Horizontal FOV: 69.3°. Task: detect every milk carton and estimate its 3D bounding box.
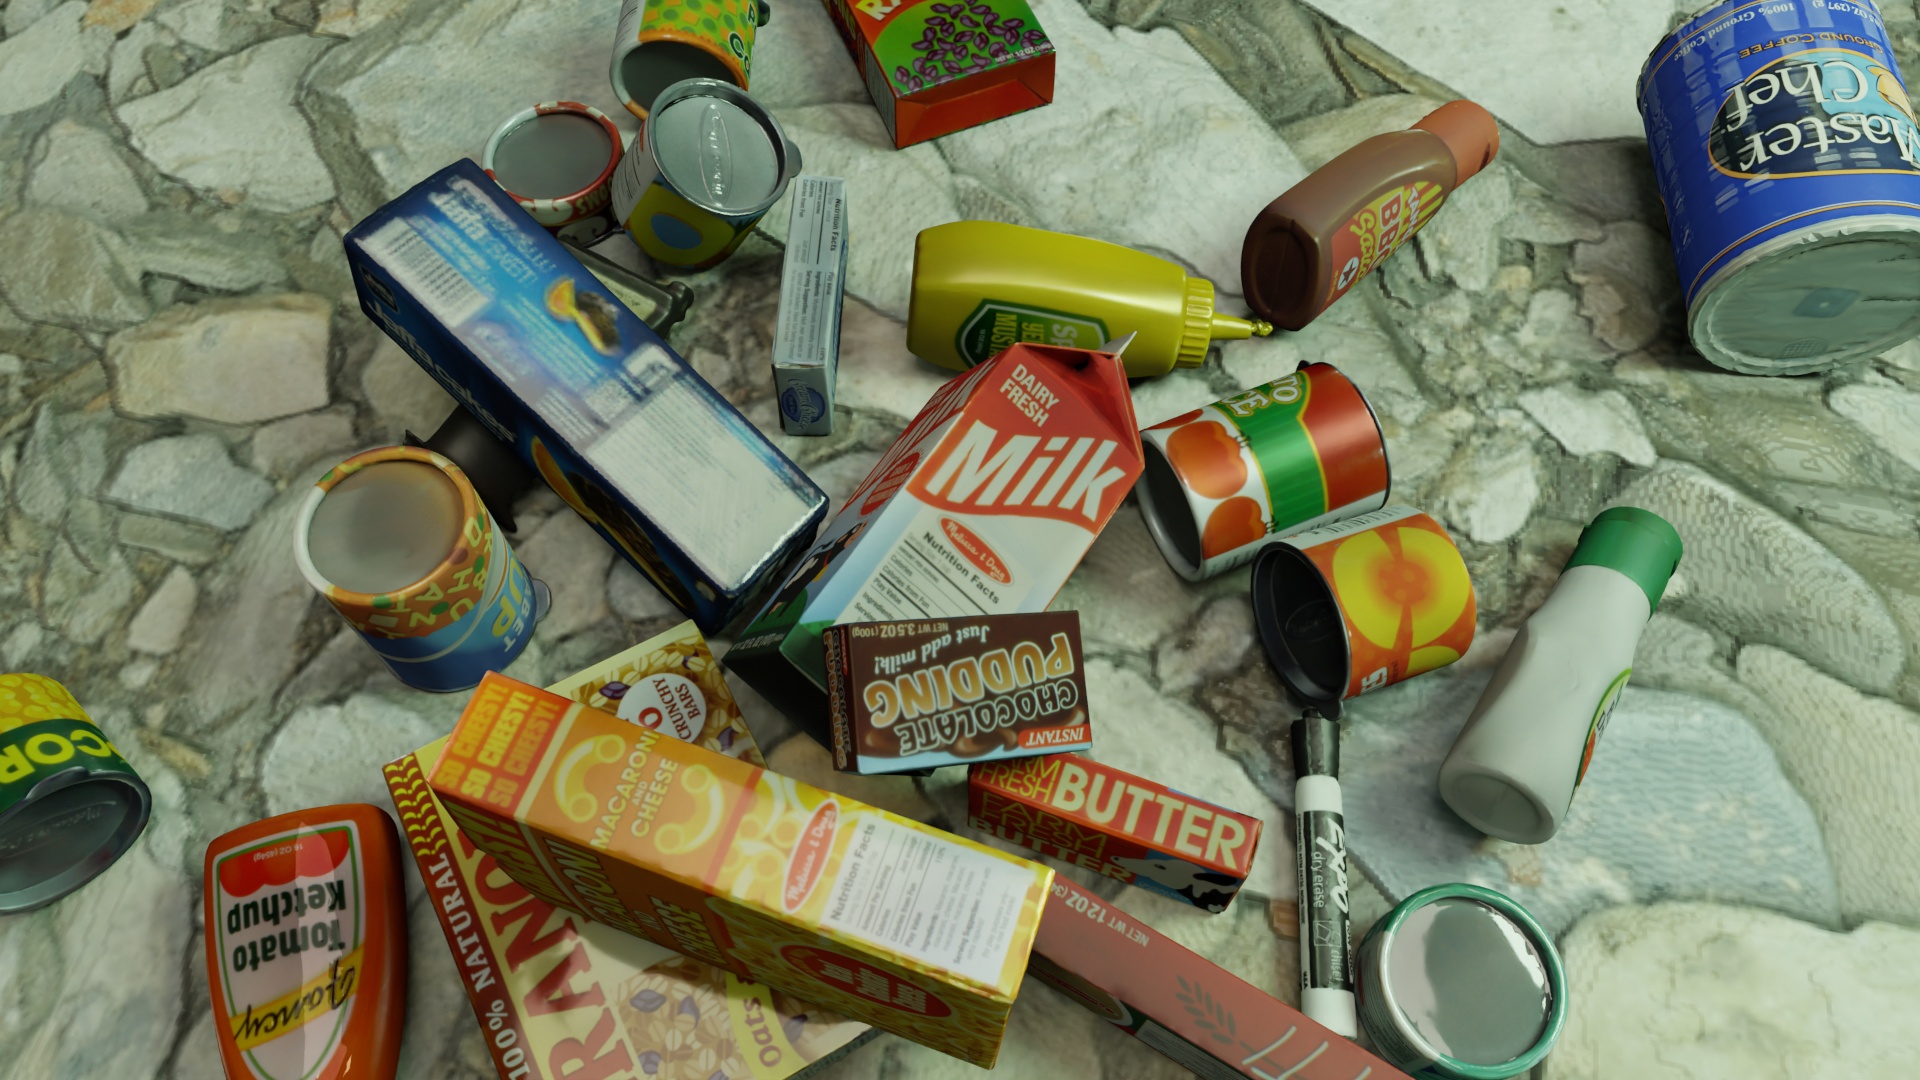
[{"bbox_3d":[0.002,-0.007,0.534,0.073,0.072,0.191,43,67,-14],"label":"milk carton"}]

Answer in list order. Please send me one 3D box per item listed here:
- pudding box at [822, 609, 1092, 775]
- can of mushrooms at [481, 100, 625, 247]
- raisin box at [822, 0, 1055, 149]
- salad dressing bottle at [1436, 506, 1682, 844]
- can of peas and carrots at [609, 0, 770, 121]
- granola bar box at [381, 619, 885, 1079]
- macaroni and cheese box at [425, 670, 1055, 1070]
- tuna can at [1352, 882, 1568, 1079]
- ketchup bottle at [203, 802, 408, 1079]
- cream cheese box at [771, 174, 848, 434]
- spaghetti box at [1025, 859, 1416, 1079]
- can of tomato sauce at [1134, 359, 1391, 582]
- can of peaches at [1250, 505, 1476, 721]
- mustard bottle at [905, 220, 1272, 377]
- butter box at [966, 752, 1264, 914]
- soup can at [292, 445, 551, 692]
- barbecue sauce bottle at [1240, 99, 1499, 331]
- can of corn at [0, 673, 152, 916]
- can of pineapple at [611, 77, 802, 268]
[{"bbox_3d":[-0.001,0.050,0.463,0.084,0.030,0.049,-2,83,-21],"label":"pudding box"},{"bbox_3d":[-0.187,-0.172,0.655,0.071,0.033,0.071,0,62,0],"label":"can of mushrooms"},{"bbox_3d":[-0.015,-0.264,0.701,0.086,0.040,0.124,-20,66,-10],"label":"raisin box"},{"bbox_3d":[0.233,0.046,0.530,0.044,0.064,0.148,28,58,24],"label":"salad dressing bottle"},{"bbox_3d":[-0.131,-0.240,0.673,0.071,0.070,0.059,2,63,1],"label":"can of peas and carrots"},{"bbox_3d":[-0.115,0.128,0.495,0.124,0.039,0.166,-26,66,-14],"label":"granola bar box"},{"bbox_3d":[-0.061,0.104,0.416,0.166,0.123,0.040,17,63,8],"label":"macaroni and cheese box"},{"bbox_3d":[0.177,0.155,0.486,0.071,0.032,0.071,0,63,0],"label":"tuna can"},{"bbox_3d":[-0.219,0.168,0.472,0.065,0.043,0.149,-13,64,-7],"label":"ketchup bottle"},{"bbox_3d":[-0.065,-0.104,0.608,0.024,0.053,0.104,3,63,-1],"label":"cream cheese box"},{"bbox_3d":[0.124,0.185,0.461,0.250,0.050,0.029,28,67,13],"label":"spaghetti box"},{"bbox_3d":[0.119,-0.029,0.562,0.083,0.071,0.071,-21,65,-10],"label":"can of tomato sauce"},{"bbox_3d":[0.154,0.027,0.532,0.058,0.071,0.071,-16,64,-16],"label":"can of peaches"},{"bbox_3d":[0.057,-0.099,0.602,0.160,0.065,0.049,6,59,-1],"label":"mustard bottle"},{"bbox_3d":[0.053,0.102,0.502,0.103,0.053,0.024,18,62,9],"label":"butter box"},{"bbox_3d":[-0.203,0.011,0.531,0.071,0.083,0.071,0,62,0],"label":"soup can"},{"bbox_3d":[0.190,-0.156,0.634,0.149,0.064,0.044,-37,60,-27],"label":"barbecue sauce bottle"},{"bbox_3d":[-0.339,0.088,0.498,0.058,0.071,0.071,39,69,19],"label":"can of corn"},{"bbox_3d":[-0.116,-0.163,0.625,0.071,0.057,0.071,10,70,-28],"label":"can of pineapple"}]
